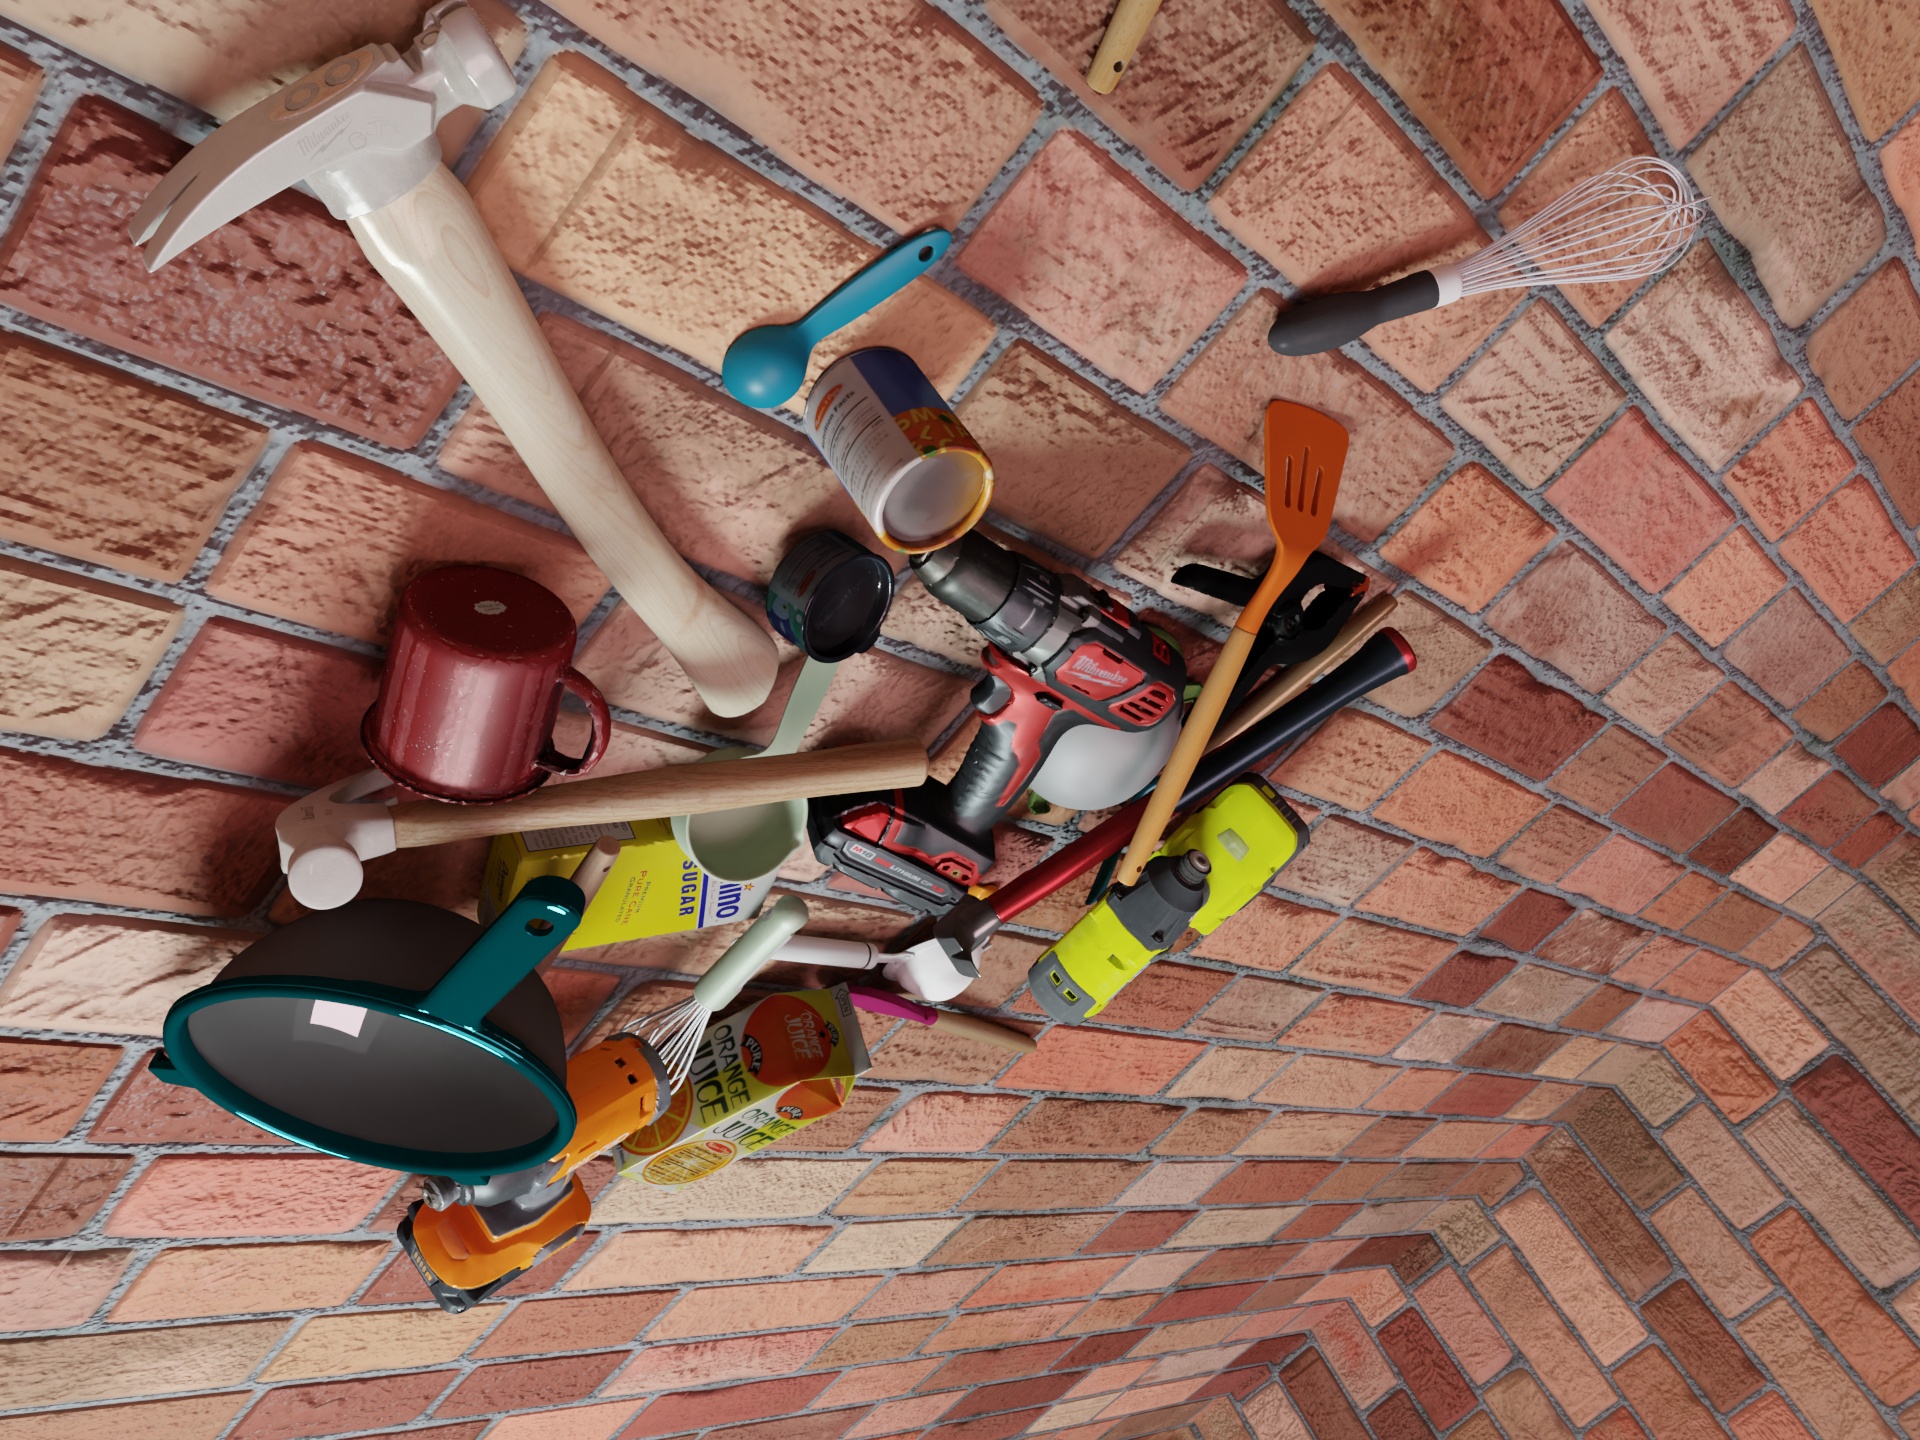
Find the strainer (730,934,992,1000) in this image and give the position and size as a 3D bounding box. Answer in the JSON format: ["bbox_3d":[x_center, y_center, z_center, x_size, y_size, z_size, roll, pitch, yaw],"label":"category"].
[{"bbox_3d":[-0.064,0.176,1.165,0.258,0.050,0.087,14,138,-43],"label":"strainer"}]

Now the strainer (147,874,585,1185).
[{"bbox_3d":[-0.262,0.127,0.805,0.210,0.095,0.340,28,136,-23],"label":"strainer"}]

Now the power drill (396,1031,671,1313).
[{"bbox_3d":[-0.296,0.304,1.044,0.164,0.084,0.226,-25,159,-44],"label":"power drill"}]

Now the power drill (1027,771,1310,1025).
[{"bbox_3d":[0.161,0.123,1.162,0.223,0.080,0.171,-26,161,-52],"label":"power drill"}]

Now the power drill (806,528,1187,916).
[{"bbox_3d":[-0.001,-0.003,0.936,0.187,0.080,0.226,30,118,-30],"label":"power drill"}]

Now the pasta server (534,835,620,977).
[{"bbox_3d":[-0.251,0.159,0.924,0.060,0.040,0.316,-25,162,-45],"label":"pasta server"}]

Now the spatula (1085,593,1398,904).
[{"bbox_3d":[0.204,0.020,1.182,0.317,0.044,0.082,-41,169,7],"label":"spatula"}]

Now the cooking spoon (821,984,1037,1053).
[{"bbox_3d":[-0.012,0.243,1.290,0.318,0.069,0.017,33,65,-56],"label":"cooking spoon"}]

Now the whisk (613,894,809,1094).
[{"bbox_3d":[-0.169,0.186,1.052,0.246,0.059,0.058,-46,-173,35],"label":"whisk"}]

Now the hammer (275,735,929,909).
[{"bbox_3d":[-0.174,0.039,0.820,0.331,0.130,0.031,-7,106,-25],"label":"hammer"}]

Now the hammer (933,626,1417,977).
[{"bbox_3d":[0.151,0.053,1.099,0.386,0.038,0.143,-33,-177,0],"label":"hammer"}]

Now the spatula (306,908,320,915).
[{"bbox_3d":[-0.336,0.199,0.996,0.060,0.018,0.315,-34,147,-17],"label":"spatula"}]

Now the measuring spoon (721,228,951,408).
[{"bbox_3d":[-0.054,-0.187,0.748,0.128,0.021,0.042,-35,145,4],"label":"measuring spoon"}]

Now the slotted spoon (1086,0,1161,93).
[{"bbox_3d":[0.129,-0.399,0.636,0.070,0.031,0.313,1,134,-36],"label":"slotted spoon"}]

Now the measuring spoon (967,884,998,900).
[{"bbox_3d":[-0.009,0.124,1.166,0.021,0.011,0.116,-47,143,19],"label":"measuring spoon"}]

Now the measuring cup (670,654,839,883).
[{"bbox_3d":[-0.110,0.011,0.914,0.083,0.038,0.167,27,86,-37],"label":"measuring cup"}]

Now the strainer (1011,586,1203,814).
[{"bbox_3d":[0.080,-0.011,1.024,0.151,0.069,0.256,-36,147,4],"label":"strainer"}]

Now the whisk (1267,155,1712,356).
[{"bbox_3d":[0.305,-0.261,0.919,0.284,0.070,0.070,-20,143,-10],"label":"whisk"}]

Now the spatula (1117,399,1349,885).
[{"bbox_3d":[0.164,-0.040,1.005,0.081,0.041,0.322,8,112,-40],"label":"spatula"}]

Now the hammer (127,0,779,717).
[{"bbox_3d":[-0.183,-0.111,0.721,0.146,0.038,0.410,-34,146,-6],"label":"hammer"}]
